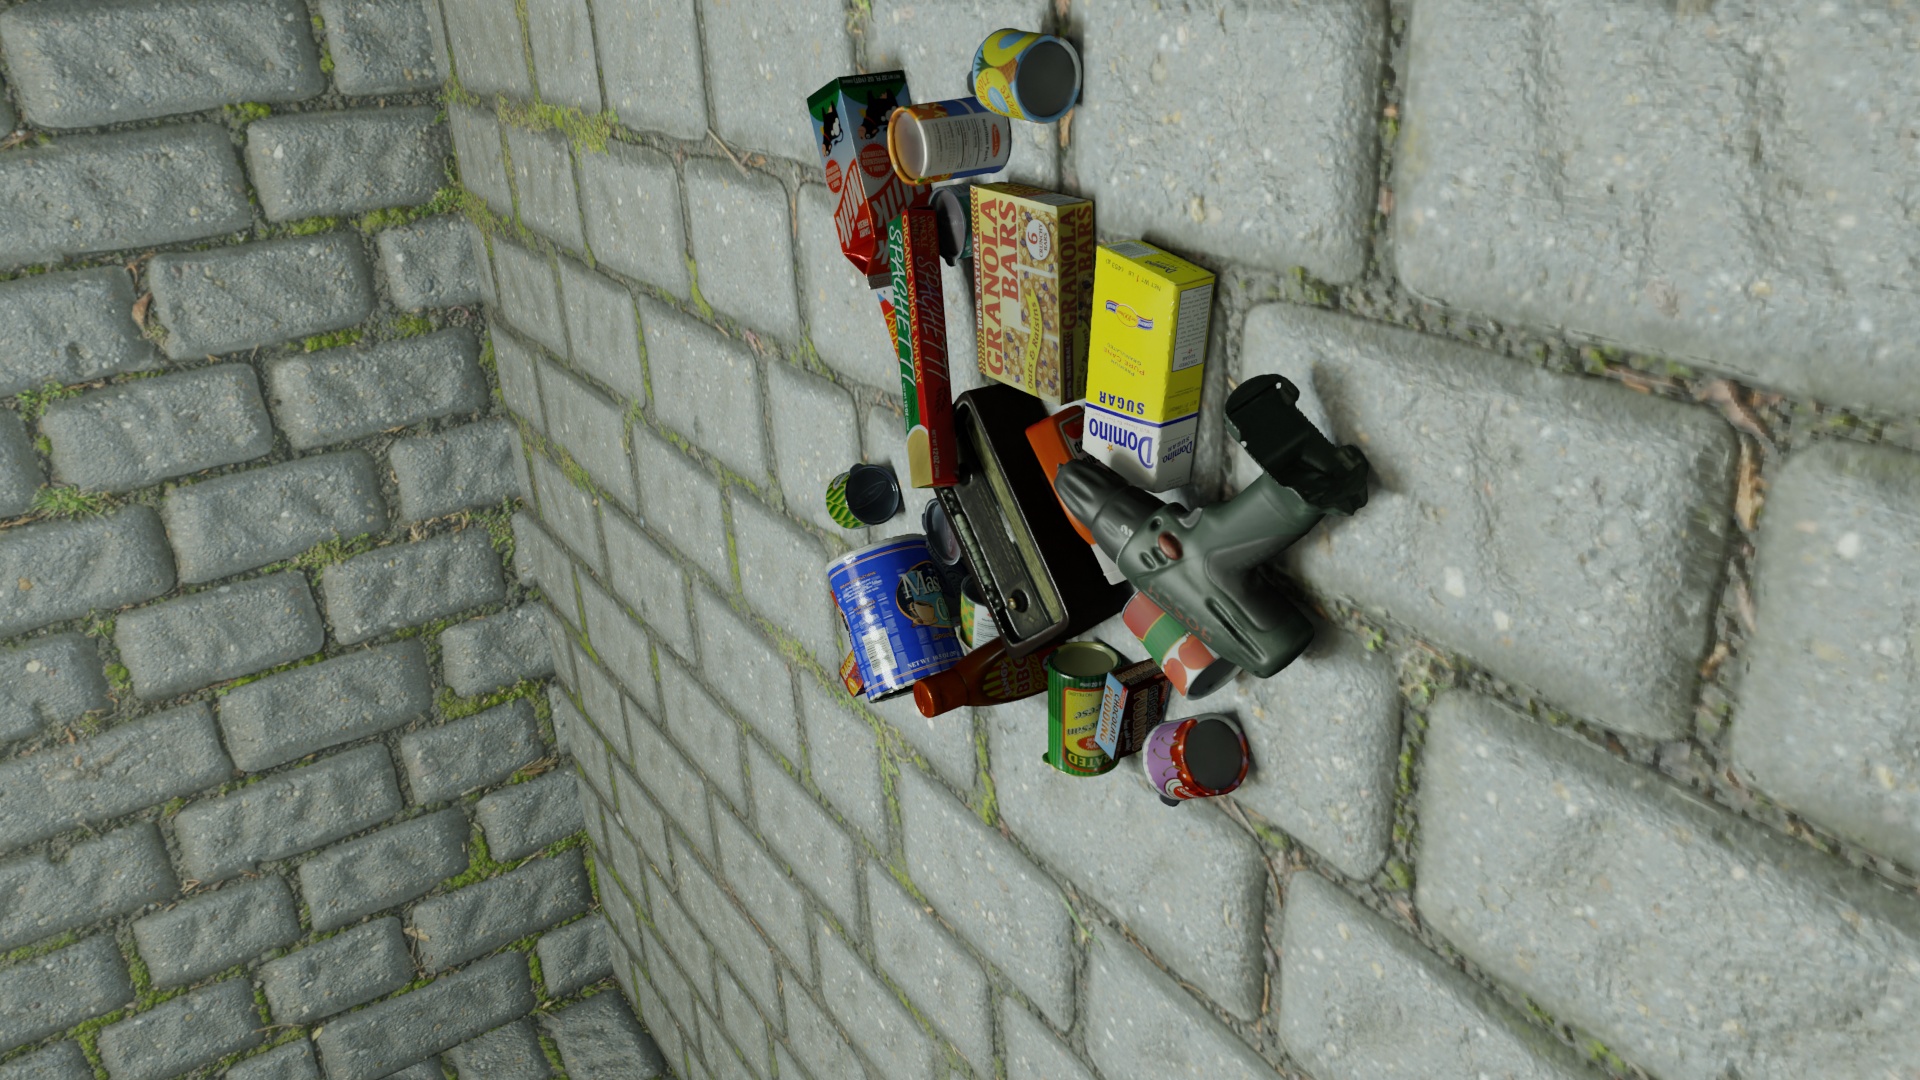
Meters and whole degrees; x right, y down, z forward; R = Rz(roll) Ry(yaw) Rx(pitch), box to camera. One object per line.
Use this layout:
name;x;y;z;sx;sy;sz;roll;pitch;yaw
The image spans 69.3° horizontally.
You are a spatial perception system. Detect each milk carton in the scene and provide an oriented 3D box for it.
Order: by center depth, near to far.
milk carton;-0.078;-0.335;1.305;0.073;0.072;0.190;-2;103;60

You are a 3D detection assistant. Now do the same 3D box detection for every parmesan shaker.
parmesan shaker;0.108;0.150;1.240;0.071;0.071;0.102;32;132;50

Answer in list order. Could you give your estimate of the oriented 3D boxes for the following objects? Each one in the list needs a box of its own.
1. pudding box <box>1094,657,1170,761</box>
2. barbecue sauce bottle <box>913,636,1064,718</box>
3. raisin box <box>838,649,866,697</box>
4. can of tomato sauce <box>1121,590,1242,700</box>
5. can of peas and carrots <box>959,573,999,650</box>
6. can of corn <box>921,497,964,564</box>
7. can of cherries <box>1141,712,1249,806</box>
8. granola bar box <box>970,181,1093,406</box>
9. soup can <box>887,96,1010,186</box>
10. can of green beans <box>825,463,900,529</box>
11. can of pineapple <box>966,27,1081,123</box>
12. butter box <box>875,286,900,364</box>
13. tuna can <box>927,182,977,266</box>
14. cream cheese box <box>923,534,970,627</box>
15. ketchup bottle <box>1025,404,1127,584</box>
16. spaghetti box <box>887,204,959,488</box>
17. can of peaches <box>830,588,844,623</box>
pudding box;0.148;0.144;1.190;0.030;0.050;0.083;46;141;42
barbecue sauce bottle;0.028;0.124;1.285;0.044;0.149;0.064;18;120;57
raisin box;-0.076;0.121;1.533;0.040;0.086;0.122;60;149;19
can of tomato sauce;0.176;0.075;1.085;0.083;0.071;0.070;54;146;30
can of peas and carrots;0.033;0.067;1.336;0.071;0.071;0.058;41;139;44
can of corn;0.005;-0.017;1.345;0.071;0.058;0.070;36;135;47
can of cherries;0.189;0.177;1.115;0.058;0.072;0.071;-28;80;60
granola bar box;0.061;-0.209;1.164;0.124;0.039;0.164;30;131;50
soup can;-0.012;-0.339;1.175;0.071;0.084;0.071;37;136;48
can of green beans;-0.107;-0.047;1.518;0.057;0.071;0.071;-11;95;62
can of pineapple;0.050;-0.357;1.072;0.058;0.071;0.070;33;132;49
butter box;-0.055;-0.228;1.372;0.053;0.024;0.103;-19;88;61
tuna can;0.000;-0.282;1.237;0.071;0.033;0.070;36;135;48
cream cheese box;-0.015;0.038;1.416;0.104;0.053;0.024;58;150;26
ketchup bottle;0.108;-0.037;1.154;0.043;0.065;0.148;-25;91;34
spaghetti box;-0.033;-0.171;1.240;0.050;0.029;0.250;-10;85;64
can of peaches;-0.095;0.066;1.437;0.058;0.071;0.071;65;150;12
